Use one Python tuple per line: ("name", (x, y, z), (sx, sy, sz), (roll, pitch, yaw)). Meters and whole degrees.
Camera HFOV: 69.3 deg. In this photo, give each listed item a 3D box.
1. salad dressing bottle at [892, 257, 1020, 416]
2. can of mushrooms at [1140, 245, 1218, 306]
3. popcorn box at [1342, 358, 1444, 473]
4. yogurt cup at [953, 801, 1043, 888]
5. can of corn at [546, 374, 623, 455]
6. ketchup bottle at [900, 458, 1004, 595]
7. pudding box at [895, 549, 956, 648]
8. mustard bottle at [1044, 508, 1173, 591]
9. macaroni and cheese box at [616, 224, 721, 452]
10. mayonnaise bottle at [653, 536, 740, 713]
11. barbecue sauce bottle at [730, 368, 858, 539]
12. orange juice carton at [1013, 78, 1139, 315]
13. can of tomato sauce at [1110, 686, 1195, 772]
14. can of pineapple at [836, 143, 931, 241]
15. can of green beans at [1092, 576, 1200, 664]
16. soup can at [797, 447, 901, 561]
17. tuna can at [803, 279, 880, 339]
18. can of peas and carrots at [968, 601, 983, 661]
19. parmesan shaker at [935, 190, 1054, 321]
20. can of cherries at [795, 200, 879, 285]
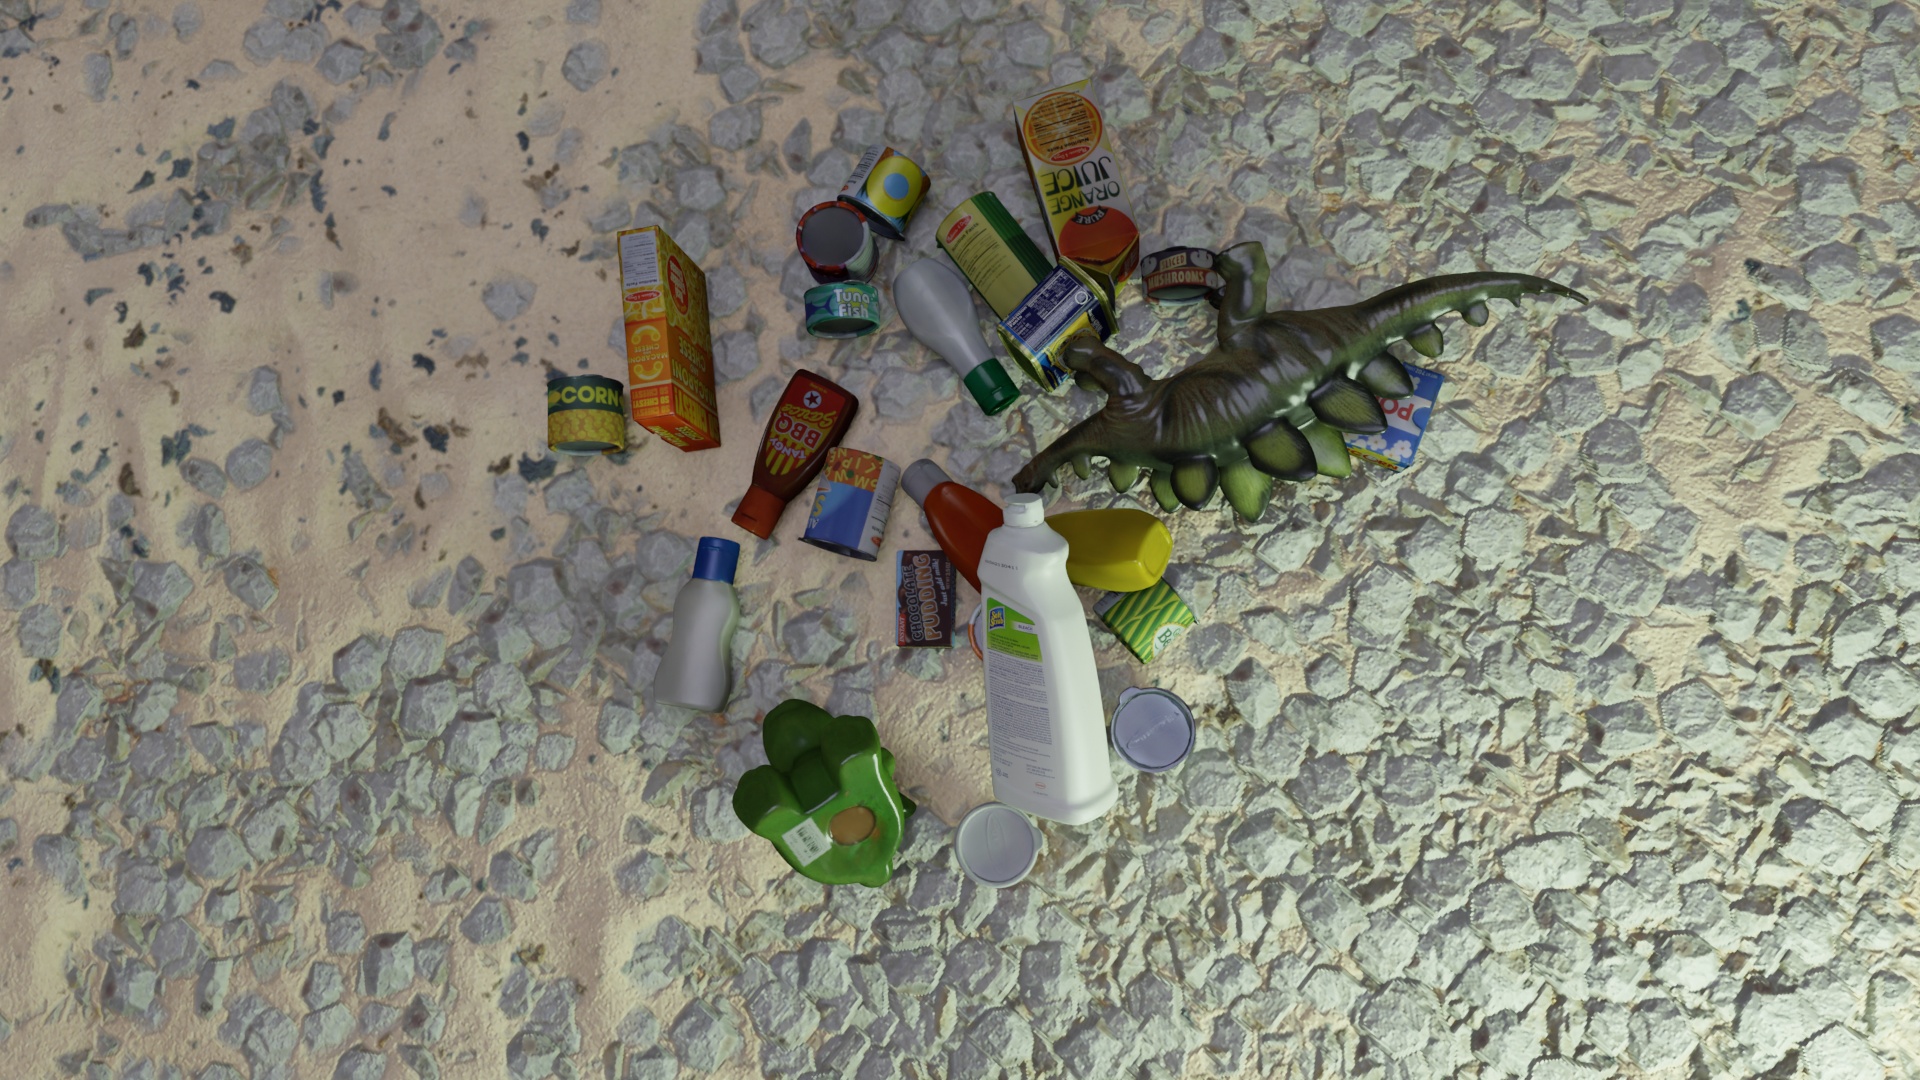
("salad dressing bottle", (-0.003, -0.178, 1.221), (0.064, 0.044, 0.148), (-33, 80, -2))
("can of mushrooms", (0.188, -0.227, 1.196), (0.071, 0.071, 0.033), (-2, 82, 5))
("popcorn box", (0.332, -0.120, 1.180), (0.127, 0.038, 0.085), (22, 82, 9))
("yogurt cup", (0.031, 0.248, 1.137), (0.072, 0.054, 0.072), (-1, 80, 6))
("can of corn", (-0.331, -0.110, 1.228), (0.071, 0.071, 0.058), (-4, 81, 5))
("ketchup bottle", (0.004, -0.015, 1.164), (0.065, 0.043, 0.149), (-25, 50, -24))
("pudding box", (-0.030, 0.050, 1.190), (0.050, 0.030, 0.084), (0, 80, 7))
("mustard bottle", (0.097, 0.005, 1.156), (0.160, 0.048, 0.065), (4, 54, 42))
("macaroni and cheese box", (-0.252, -0.171, 1.203), (0.040, 0.123, 0.166), (-8, 80, 7))
("mayonnaise bottle", (-0.221, 0.072, 1.201), (0.065, 0.041, 0.148), (9, 80, 6))
("barbecue sauce bottle", (-0.150, -0.073, 1.217), (0.065, 0.043, 0.148), (27, 84, 10))
("orange juice carton", (0.108, -0.295, 1.216), (0.073, 0.071, 0.193), (-17, 79, 3))
("can of tomato sauce", (0.153, 0.153, 1.126), (0.071, 0.083, 0.071), (-1, 80, 6))
("can of pineapple", (-0.066, -0.310, 1.240), (0.071, 0.071, 0.058), (30, 84, 10))
("can of green beans", (0.152, 0.060, 1.152), (0.058, 0.071, 0.071), (-42, 79, -2))
("soup can", (-0.095, -0.032, 1.193), (0.071, 0.071, 0.084), (14, 81, 8))
("tuna can", (-0.103, -0.203, 1.221), (0.071, 0.071, 0.033), (-6, 82, 5))
("can of peas and carrots", (0.043, 0.080, 1.163), (0.071, 0.058, 0.071), (-1, 81, 6))
("parmesan shaker", (0.033, -0.244, 1.219), (0.071, 0.071, 0.103), (-37, 80, -1))
("can of cherries", (-0.112, -0.262, 1.239), (0.071, 0.058, 0.071), (-1, 80, 5))
